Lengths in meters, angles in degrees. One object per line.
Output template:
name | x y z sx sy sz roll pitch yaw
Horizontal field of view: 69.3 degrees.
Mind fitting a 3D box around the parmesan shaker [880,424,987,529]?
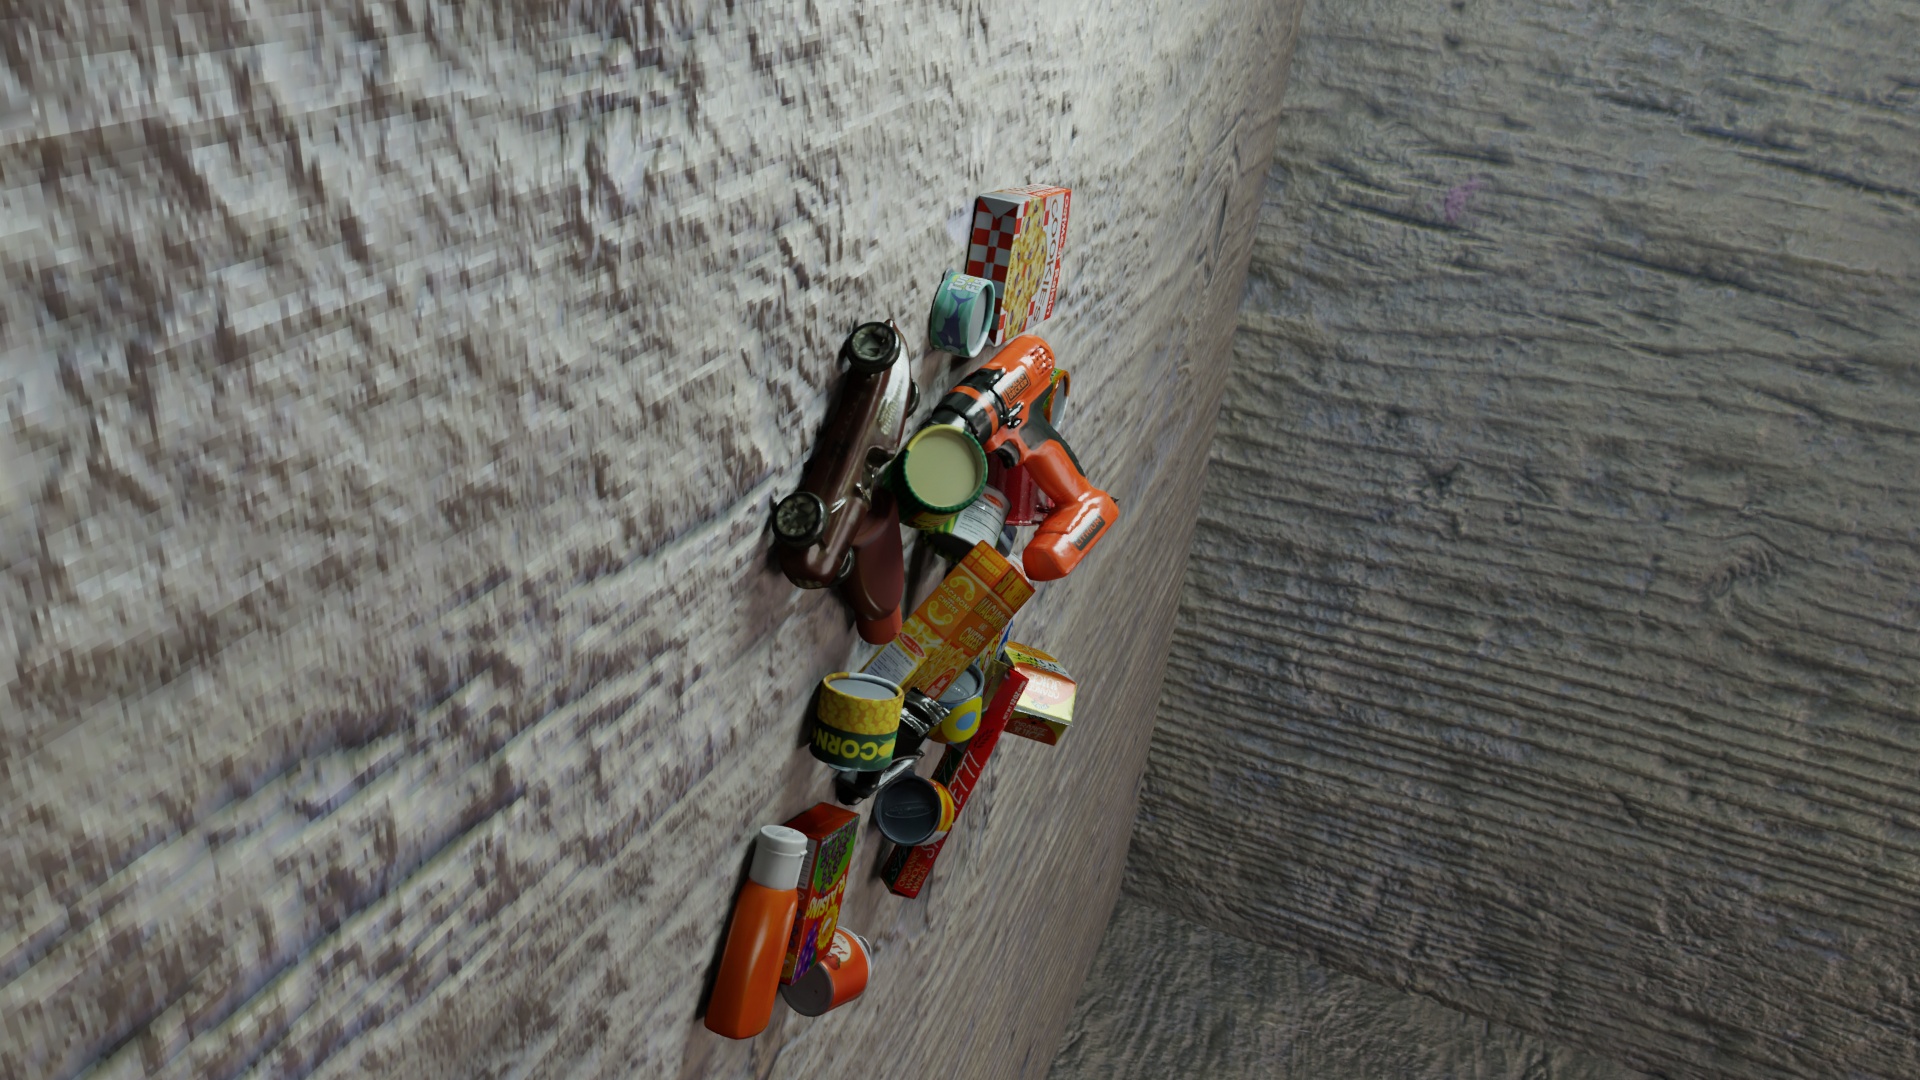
parmesan shaker | -0.023 -0.045 1.050 0.103 0.071 0.071 151 -43 -78

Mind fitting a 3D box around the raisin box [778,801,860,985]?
raisin box | -0.125 0.282 1.118 0.086 0.040 0.123 -11 114 -74

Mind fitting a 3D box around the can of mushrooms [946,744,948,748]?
can of mushrooms | 0.010 0.217 1.541 0.071 0.033 0.071 14 91 -75

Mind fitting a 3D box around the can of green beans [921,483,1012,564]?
can of green beans | 0.005 -0.016 1.240 0.071 0.071 0.058 72 37 -63

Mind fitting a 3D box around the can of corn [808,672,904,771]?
can of corn | -0.081 0.141 1.083 0.071 0.071 0.058 -23 126 -71

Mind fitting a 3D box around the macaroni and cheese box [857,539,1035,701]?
macaroni and cheese box | -0.013 0.082 1.197 0.166 0.040 0.123 -48 163 -2

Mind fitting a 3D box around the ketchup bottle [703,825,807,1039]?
ketchup bottle | -0.148 0.289 1.031 0.065 0.043 0.148 10 95 -76

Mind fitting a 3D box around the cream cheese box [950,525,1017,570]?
cream cheese box | 0.024 0.006 1.317 0.053 0.024 0.104 -33 -172 13

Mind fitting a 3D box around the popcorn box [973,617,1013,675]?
popcorn box | 0.017 0.107 1.451 0.084 0.038 0.127 88 23 -45

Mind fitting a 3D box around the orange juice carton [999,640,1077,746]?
orange juice carton | 0.071 0.165 1.492 0.193 0.072 0.073 -129 -122 -80

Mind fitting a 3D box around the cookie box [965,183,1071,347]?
cookie box | 0.051 -0.247 1.228 0.168 0.040 0.122 -41 143 -64

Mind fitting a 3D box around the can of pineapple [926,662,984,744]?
can of pineapple | -0.013 0.154 1.341 0.071 0.071 0.057 -57 157 -49

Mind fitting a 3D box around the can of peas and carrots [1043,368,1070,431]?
can of peas and carrots | 0.071 -0.142 1.363 0.071 0.059 0.071 13 91 -75

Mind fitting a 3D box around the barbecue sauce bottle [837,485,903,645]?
barbecue sauce bottle | -0.068 0.026 1.064 0.065 0.044 0.147 -58 159 -32

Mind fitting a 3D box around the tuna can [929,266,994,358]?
tuna can | 0.002 -0.186 1.130 0.071 0.033 0.071 14 91 -75

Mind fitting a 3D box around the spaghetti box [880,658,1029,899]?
spaghetti box | -0.007 0.237 1.386 0.250 0.028 0.050 -62 -162 -4

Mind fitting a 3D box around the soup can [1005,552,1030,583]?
soup can | 0.023 0.052 1.375 0.084 0.071 0.071 -35 138 -65

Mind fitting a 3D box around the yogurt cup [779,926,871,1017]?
yogurt cup | -0.118 0.369 1.181 0.054 0.072 0.072 -10 115 -64

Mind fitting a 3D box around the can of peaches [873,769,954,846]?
can of peaches | -0.043 0.256 1.329 0.058 0.071 0.071 46 60 -72
